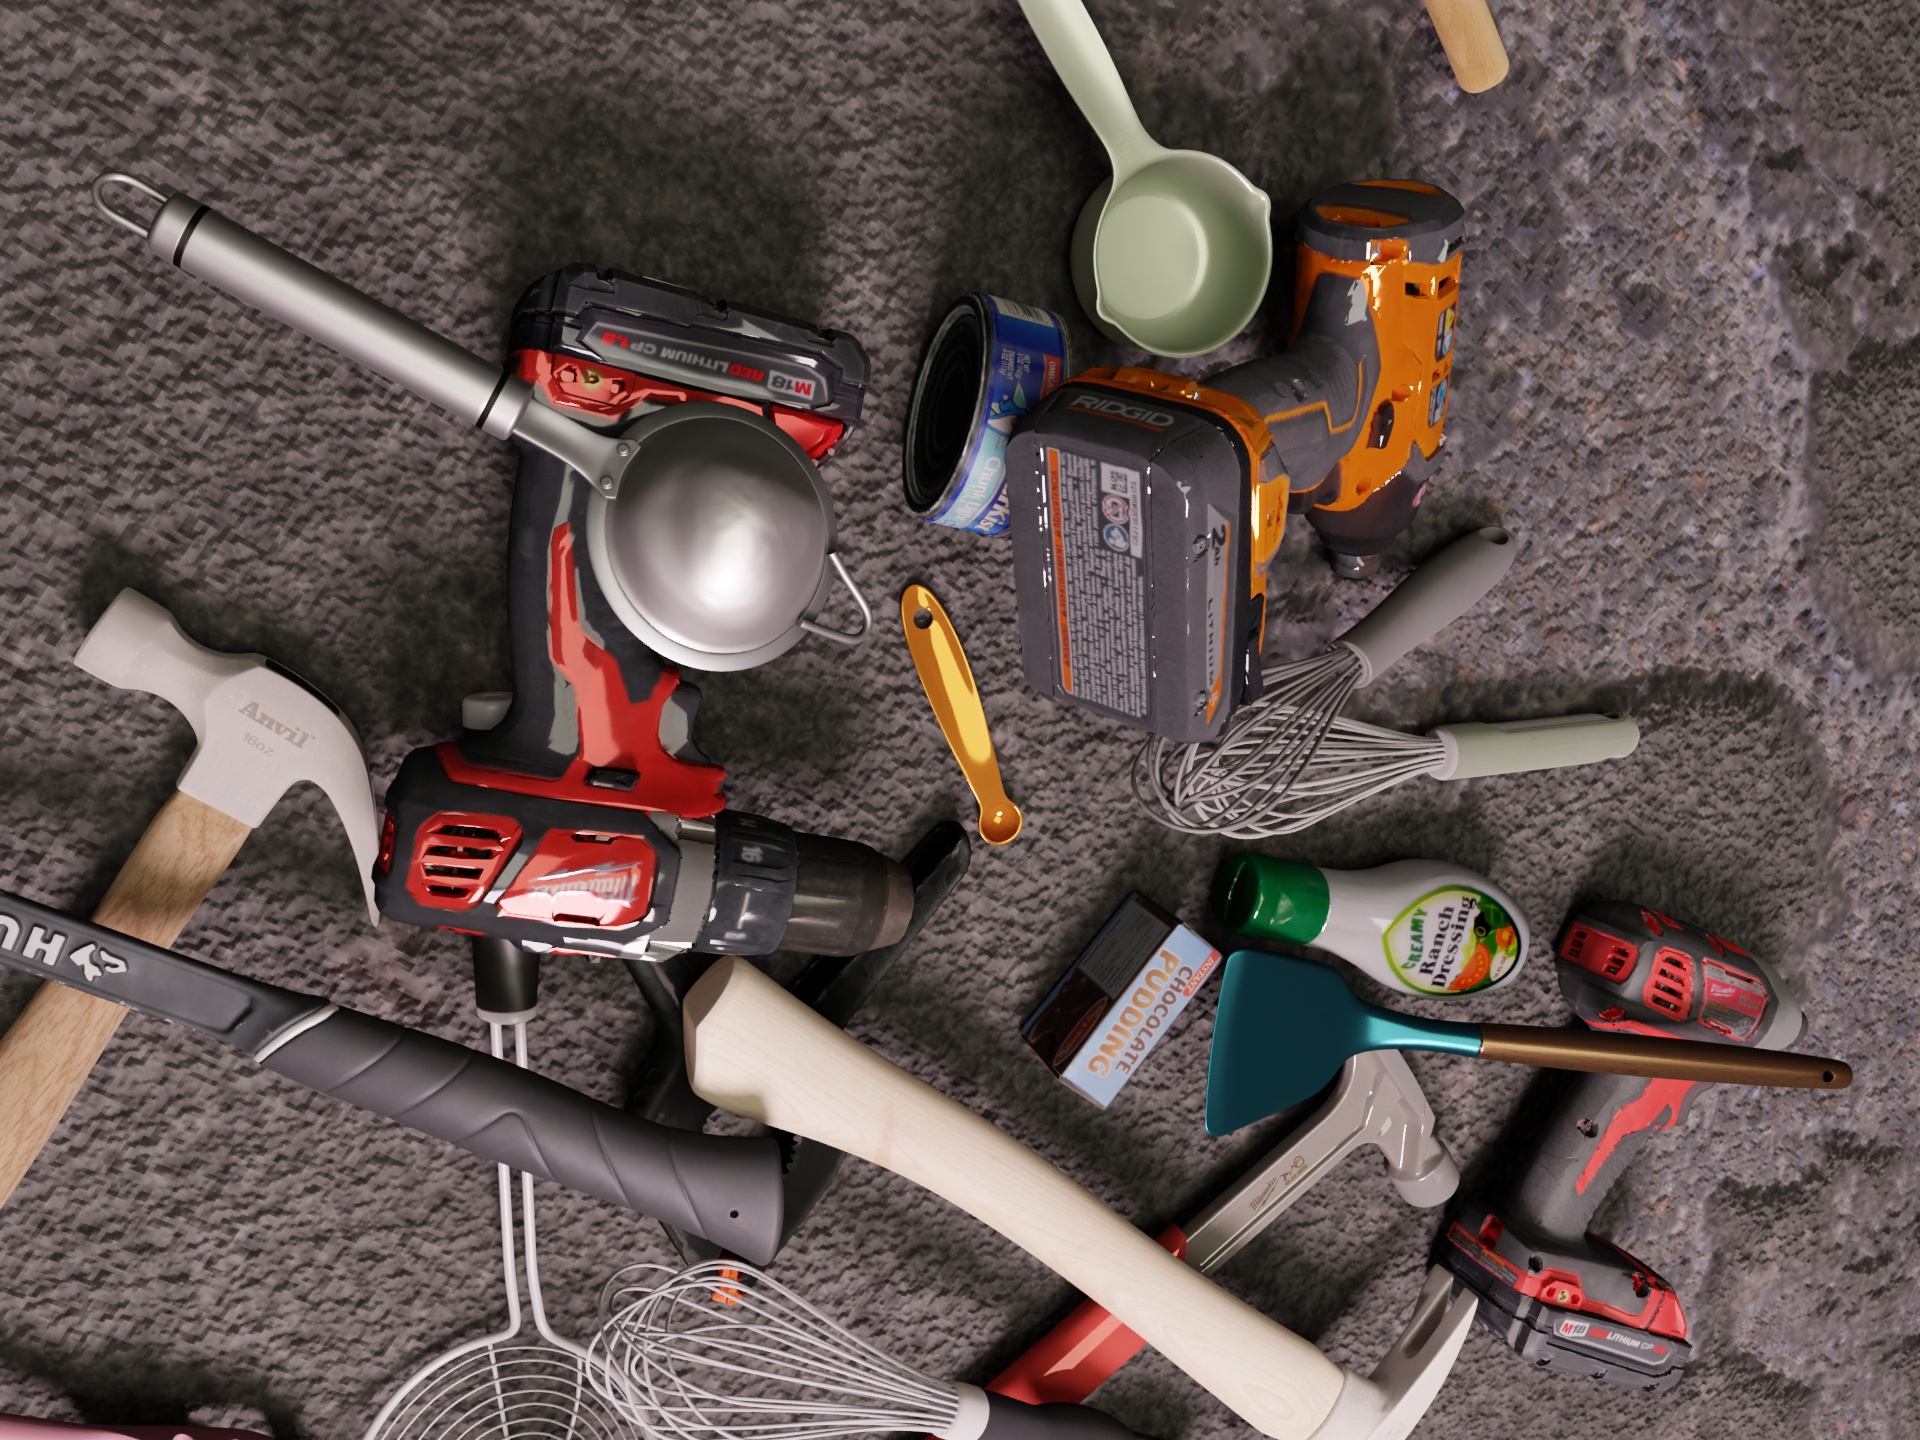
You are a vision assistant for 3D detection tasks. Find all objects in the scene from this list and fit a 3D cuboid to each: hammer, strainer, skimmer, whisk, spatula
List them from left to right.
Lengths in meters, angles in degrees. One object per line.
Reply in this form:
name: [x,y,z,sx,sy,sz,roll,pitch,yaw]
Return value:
hammer: [-0.321,0.124,0.554,0.130,0.031,0.331,34,91,-23]
hammer: [-0.243,0.101,0.527,0.408,0.036,0.149,26,95,-15]
skimmer: [-0.174,0.175,0.586,0.127,0.090,0.363,2,102,6]
strainer: [-0.129,-0.089,0.474,0.258,0.050,0.087,28,72,-19]
whisk: [-0.025,0.269,0.635,0.284,0.070,0.070,30,92,-34]
hammer: [0.057,0.211,0.670,0.410,0.038,0.146,40,86,-24]
hammer: [0.066,0.269,0.726,0.359,0.037,0.149,-38,112,-8]
whisk: [0.158,-0.025,0.657,0.239,0.055,0.055,-34,113,-30]
whisk: [0.154,-0.351,0.603,0.051,0.047,0.244,-39,116,-8]
whisk: [0.207,0.014,0.710,0.246,0.058,0.059,-5,97,-23]
spatula: [0.257,0.149,0.707,0.317,0.044,0.082,6,95,-8]

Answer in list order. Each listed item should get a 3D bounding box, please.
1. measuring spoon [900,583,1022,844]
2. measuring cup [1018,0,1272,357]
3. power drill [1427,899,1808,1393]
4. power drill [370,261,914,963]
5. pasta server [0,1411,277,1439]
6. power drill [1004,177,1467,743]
measuring spoon: [-0.001,-0.002,0.651,0.021,0.011,0.117,-24,106,-13]
measuring cup: [0.056,-0.216,0.604,0.083,0.038,0.167,-36,110,-8]
power drill: [0.334,0.208,0.788,0.143,0.079,0.219,20,92,-23]
power drill: [-0.091,-0.025,0.557,0.187,0.080,0.227,11,91,-22]
pasta server: [-0.362,0.240,0.534,0.316,0.040,0.060,33,106,-36]
power drill: [0.114,-0.087,0.591,0.226,0.084,0.164,-41,138,-37]
